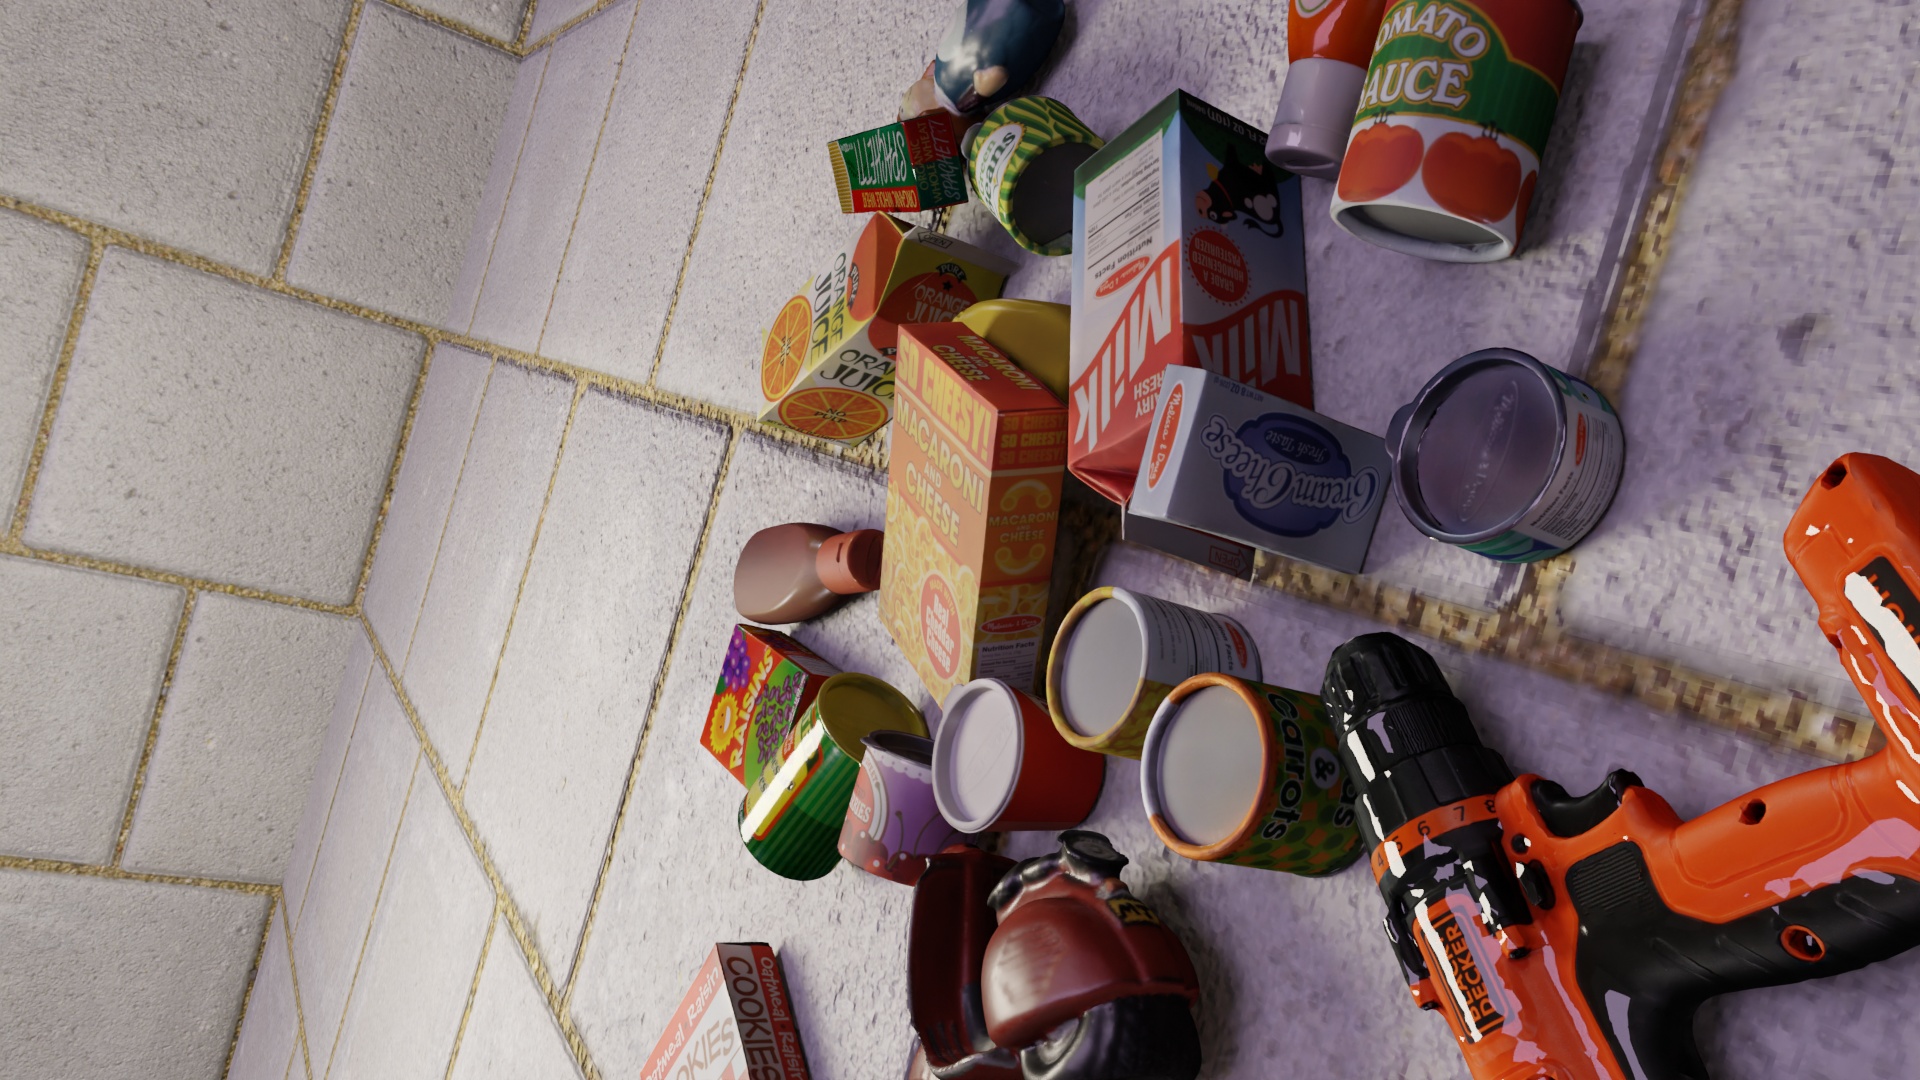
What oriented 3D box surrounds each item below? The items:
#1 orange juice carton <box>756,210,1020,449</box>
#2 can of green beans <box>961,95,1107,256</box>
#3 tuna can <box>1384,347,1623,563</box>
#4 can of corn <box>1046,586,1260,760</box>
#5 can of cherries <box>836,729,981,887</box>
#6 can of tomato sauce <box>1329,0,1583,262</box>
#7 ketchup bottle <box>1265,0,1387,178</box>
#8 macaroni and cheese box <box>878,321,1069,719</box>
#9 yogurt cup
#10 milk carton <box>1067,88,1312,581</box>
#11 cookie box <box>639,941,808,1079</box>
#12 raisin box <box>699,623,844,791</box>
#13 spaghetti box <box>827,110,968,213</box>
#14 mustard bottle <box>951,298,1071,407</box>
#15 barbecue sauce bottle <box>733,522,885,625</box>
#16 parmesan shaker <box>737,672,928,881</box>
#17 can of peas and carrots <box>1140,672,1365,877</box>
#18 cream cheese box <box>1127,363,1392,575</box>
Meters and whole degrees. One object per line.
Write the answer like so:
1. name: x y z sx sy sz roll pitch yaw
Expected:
1. orange juice carton: -0.047 -0.130 0.831 0.192 0.072 0.073 -31 52 50
2. can of green beans: 0.044 -0.187 0.715 0.071 0.071 0.058 -60 34 23
3. tuna can: 0.177 -0.028 0.457 0.071 0.033 0.071 -32 51 49
4. can of corn: 0.075 0.058 0.558 0.071 0.058 0.071 -32 50 49
5. can of cherries: -0.023 0.129 0.672 0.071 0.071 0.058 21 95 59
6. can of tomato sauce: 0.171 -0.148 0.486 0.071 0.071 0.083 16 91 59
7. ketchup bottle: 0.161 -0.224 0.563 0.065 0.043 0.148 16 91 59
8. macaroni and cheese box: 0.002 -0.008 0.674 0.124 0.040 0.165 -132 42 -55
9. yogurt cup: 0.027 0.099 0.621 0.072 0.054 0.072 -31 51 49
10. milk carton: 0.094 -0.080 0.578 0.073 0.072 0.191 -27 53 51
11. cookie box: -0.129 0.332 0.782 0.122 0.040 0.168 -59 35 24
12. raisin box: -0.114 0.108 0.862 0.123 0.040 0.086 21 95 58
13. spaghetti box: -0.043 -0.225 0.840 0.250 0.029 0.050 -138 34 -71
14. mustard bottle: 0.030 -0.095 0.711 0.160 0.049 0.065 36 113 58
15. barbecue sauce bottle: -0.091 0.018 0.862 0.148 0.044 0.065 -10 66 56
16. parmesan shaker: -0.071 0.131 0.752 0.102 0.071 0.071 -54 36 31
17. can of peas and carrots: 0.108 0.083 0.492 0.070 0.059 0.071 -31 52 50
18. cream cheese box: 0.109 -0.023 0.496 0.024 0.104 0.053 19 94 55
